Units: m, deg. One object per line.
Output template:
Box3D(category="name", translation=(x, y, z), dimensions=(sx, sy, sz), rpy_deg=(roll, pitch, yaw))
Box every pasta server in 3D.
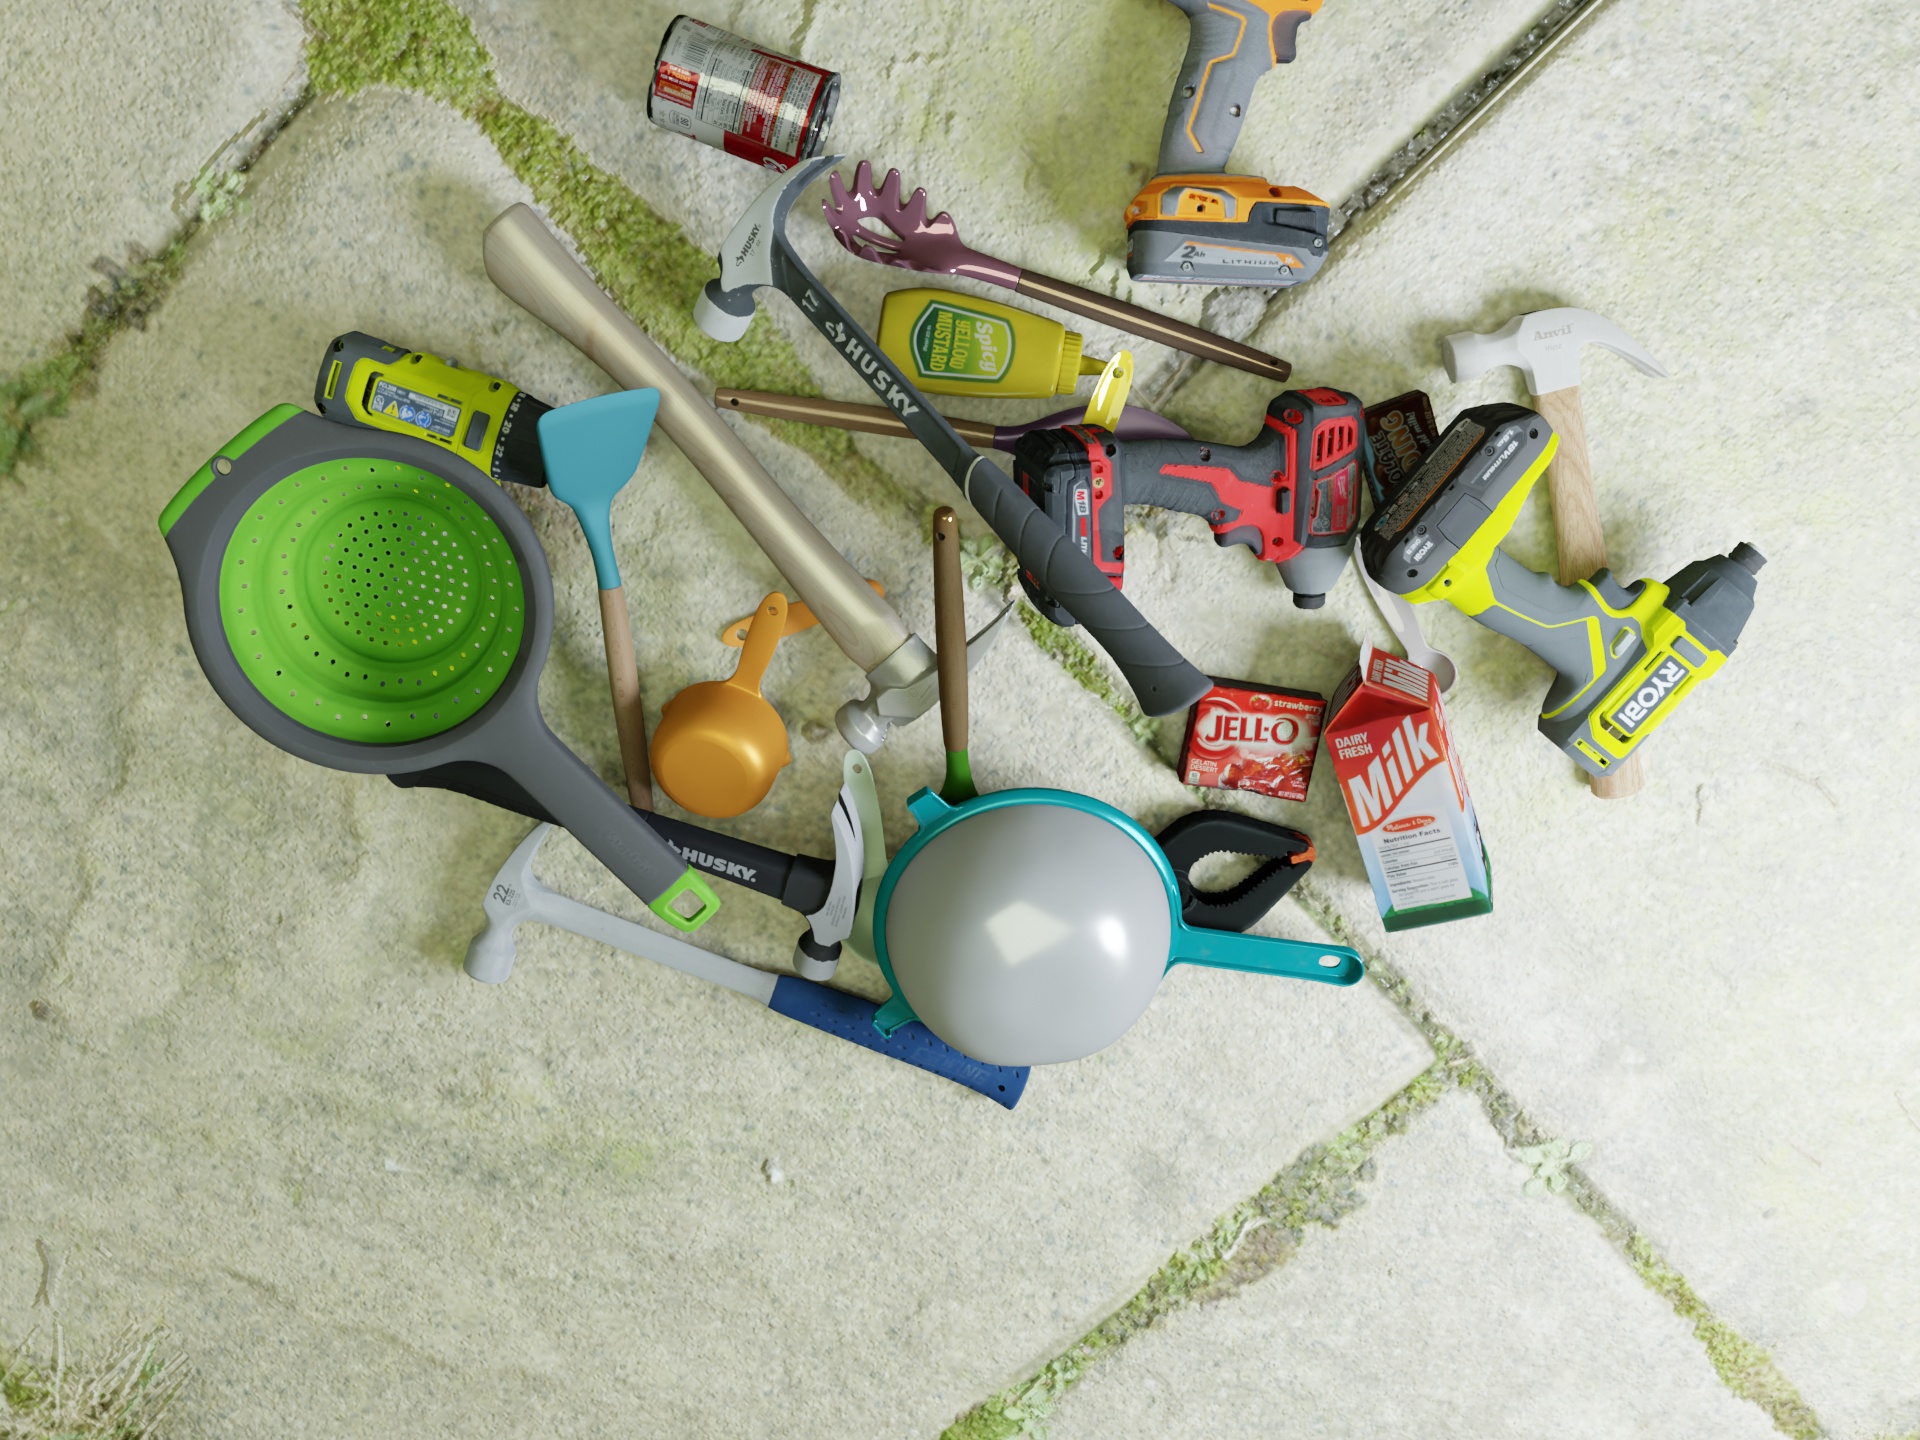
Box3D(category="pasta server", translation=(0.064, -0.274, 1.008), dimensions=(0.316, 0.040, 0.060), rpy_deg=(18, 72, -5))

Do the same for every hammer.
Box3D(category="hammer", translation=(0.412, -0.106, 1.047), dimensions=(0.130, 0.031, 0.331), rpy_deg=(-14, 104, 5))
Box3D(category="hammer", translation=(0.001, -0.160, 0.942), dimensions=(0.409, 0.036, 0.149), rpy_deg=(48, 132, 10))
Box3D(category="hammer", translation=(-0.224, 0.064, 1.055), dimensions=(0.335, 0.035, 0.146), rpy_deg=(18, 123, 0))
Box3D(category="hammer", translation=(-0.144, -0.170, 1.023), dimensions=(0.146, 0.038, 0.410), rpy_deg=(-39, 99, 21))
Box3D(category="hammer", translation=(-0.142, 0.184, 1.134), dimensions=(0.405, 0.035, 0.144), rpy_deg=(21, 104, -4))

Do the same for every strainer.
Box3D(category="strainer", translation=(0.110, 0.165, 1.054), dimensions=(0.340, 0.095, 0.211), rpy_deg=(8, 114, -5))

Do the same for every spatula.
Box3D(category="spatula", translation=(-0.223, -0.061, 1.041), dimensions=(0.082, 0.044, 0.317), rpy_deg=(-22, 123, -33))
Box3D(category="spatula", translation=(-0.003, -0.192, 1.041), dimensions=(0.316, 0.018, 0.059), rpy_deg=(7, 114, -1))

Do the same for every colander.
Box3D(category="colander", translation=(-0.296, -0.020, 0.986), dimensions=(0.204, 0.095, 0.396), rpy_deg=(-42, 109, 3))

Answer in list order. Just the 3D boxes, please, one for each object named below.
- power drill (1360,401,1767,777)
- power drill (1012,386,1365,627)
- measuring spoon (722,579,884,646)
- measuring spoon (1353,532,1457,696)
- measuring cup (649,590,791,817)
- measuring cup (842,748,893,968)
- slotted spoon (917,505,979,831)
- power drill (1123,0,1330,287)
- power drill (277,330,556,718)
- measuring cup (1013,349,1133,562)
Box3D(category="power drill", translation=(0.380, -0.091, 0.999), dimensions=(0.223, 0.080, 0.171), rpy_deg=(36, 104, -12))
Box3D(category="power drill", translation=(0.149, -0.128, 1.008), dimensions=(0.219, 0.079, 0.143), rpy_deg=(-9, 116, -11))
Box3D(category="measuring spoon", translation=(-0.107, -0.071, 1.079), dimensions=(0.117, 0.011, 0.021), rpy_deg=(-17, 104, 6))
Box3D(category="measuring spoon", translation=(0.297, -0.072, 1.070), dimensions=(0.034, 0.018, 0.124), rpy_deg=(-26, 96, 24))
Box3D(category="measuring cup", translation=(-0.150, -0.007, 1.045), dimensions=(0.095, 0.052, 0.173), rpy_deg=(23, 127, -4))
Box3D(category="measuring cup", translation=(-0.055, 0.091, 1.098), dimensions=(0.083, 0.038, 0.167), rpy_deg=(-6, 110, 13))
Box3D(category="slotted spoon", translation=(-0.002, -0.003, 1.026), dimensions=(0.070, 0.031, 0.313), rpy_deg=(14, 133, 19))
Box3D(category="power drill", translation=(0.180, -0.380, 0.957), dimensions=(0.164, 0.084, 0.226), rpy_deg=(2, 101, 0))
Box3D(category="power drill", translation=(-0.339, -0.118, 1.040), dimensions=(0.190, 0.080, 0.228), rpy_deg=(19, 102, -9))
Box3D(category="measuring cup", translation=(0.076, -0.167, 1.032), dimensions=(0.062, 0.029, 0.156), rpy_deg=(16, 110, -16))
